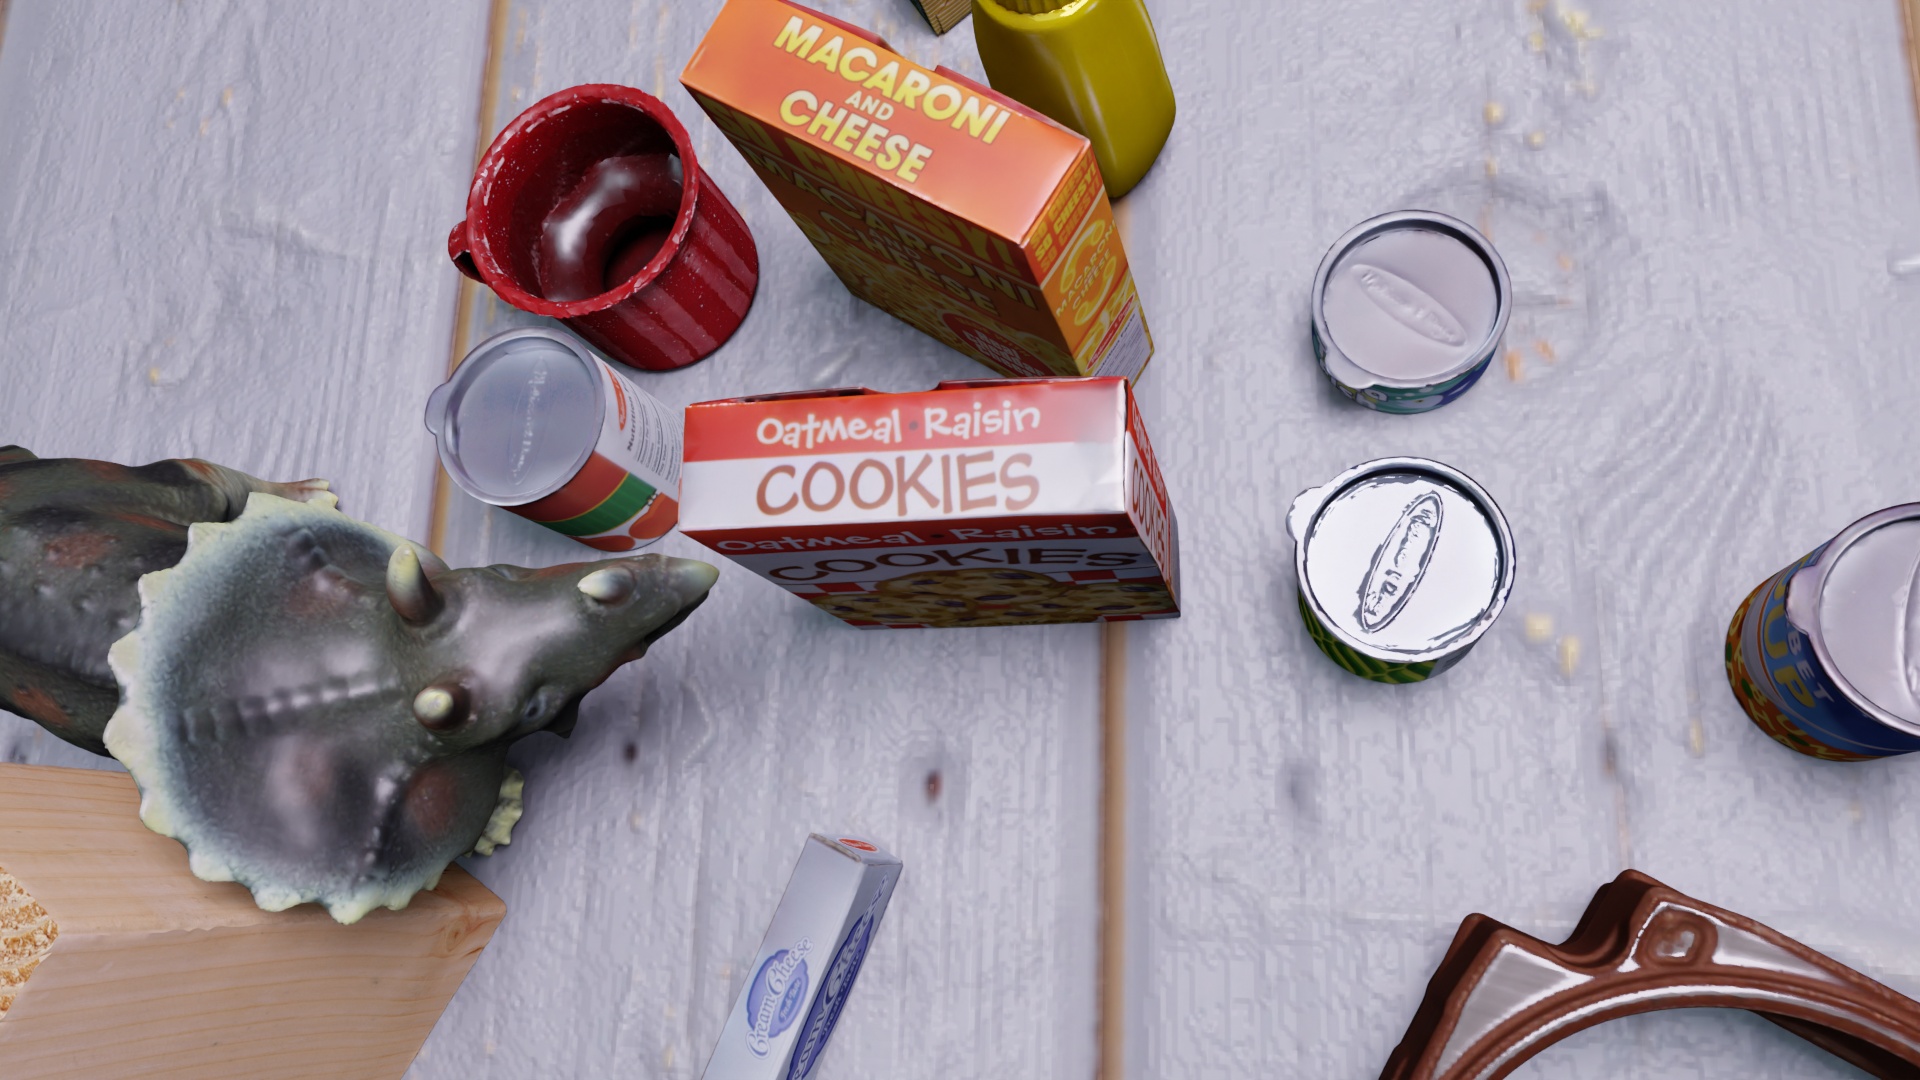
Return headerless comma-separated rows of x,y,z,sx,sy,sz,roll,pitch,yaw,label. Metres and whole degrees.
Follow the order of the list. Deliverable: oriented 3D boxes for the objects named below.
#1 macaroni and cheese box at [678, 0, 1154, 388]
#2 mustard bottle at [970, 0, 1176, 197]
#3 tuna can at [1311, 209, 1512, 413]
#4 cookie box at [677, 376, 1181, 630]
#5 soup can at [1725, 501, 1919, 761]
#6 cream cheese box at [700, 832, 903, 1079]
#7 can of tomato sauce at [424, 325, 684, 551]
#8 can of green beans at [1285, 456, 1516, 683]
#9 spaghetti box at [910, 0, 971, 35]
-0.005,-0.105,0.466,0.124,0.166,0.040,30,86,18,macaroni and cheese box
0.036,-0.176,0.477,0.065,0.160,0.049,36,88,18,mustard bottle
0.156,-0.078,0.491,0.071,0.033,0.071,-3,76,13,tuna can
0.002,-0.006,0.440,0.123,0.167,0.040,-3,77,13,cookie box
0.270,0.029,0.411,0.071,0.083,0.071,-3,76,13,soup can
-0.055,0.152,0.475,0.024,0.053,0.104,21,83,17,cream cheese box
-0.148,-0.035,0.527,0.071,0.083,0.071,-3,76,13,can of tomato sauce
0.144,0.011,0.459,0.071,0.057,0.071,-3,76,13,can of green beans
0.077,-0.300,0.555,0.250,0.050,0.029,-37,72,2,spaghetti box
